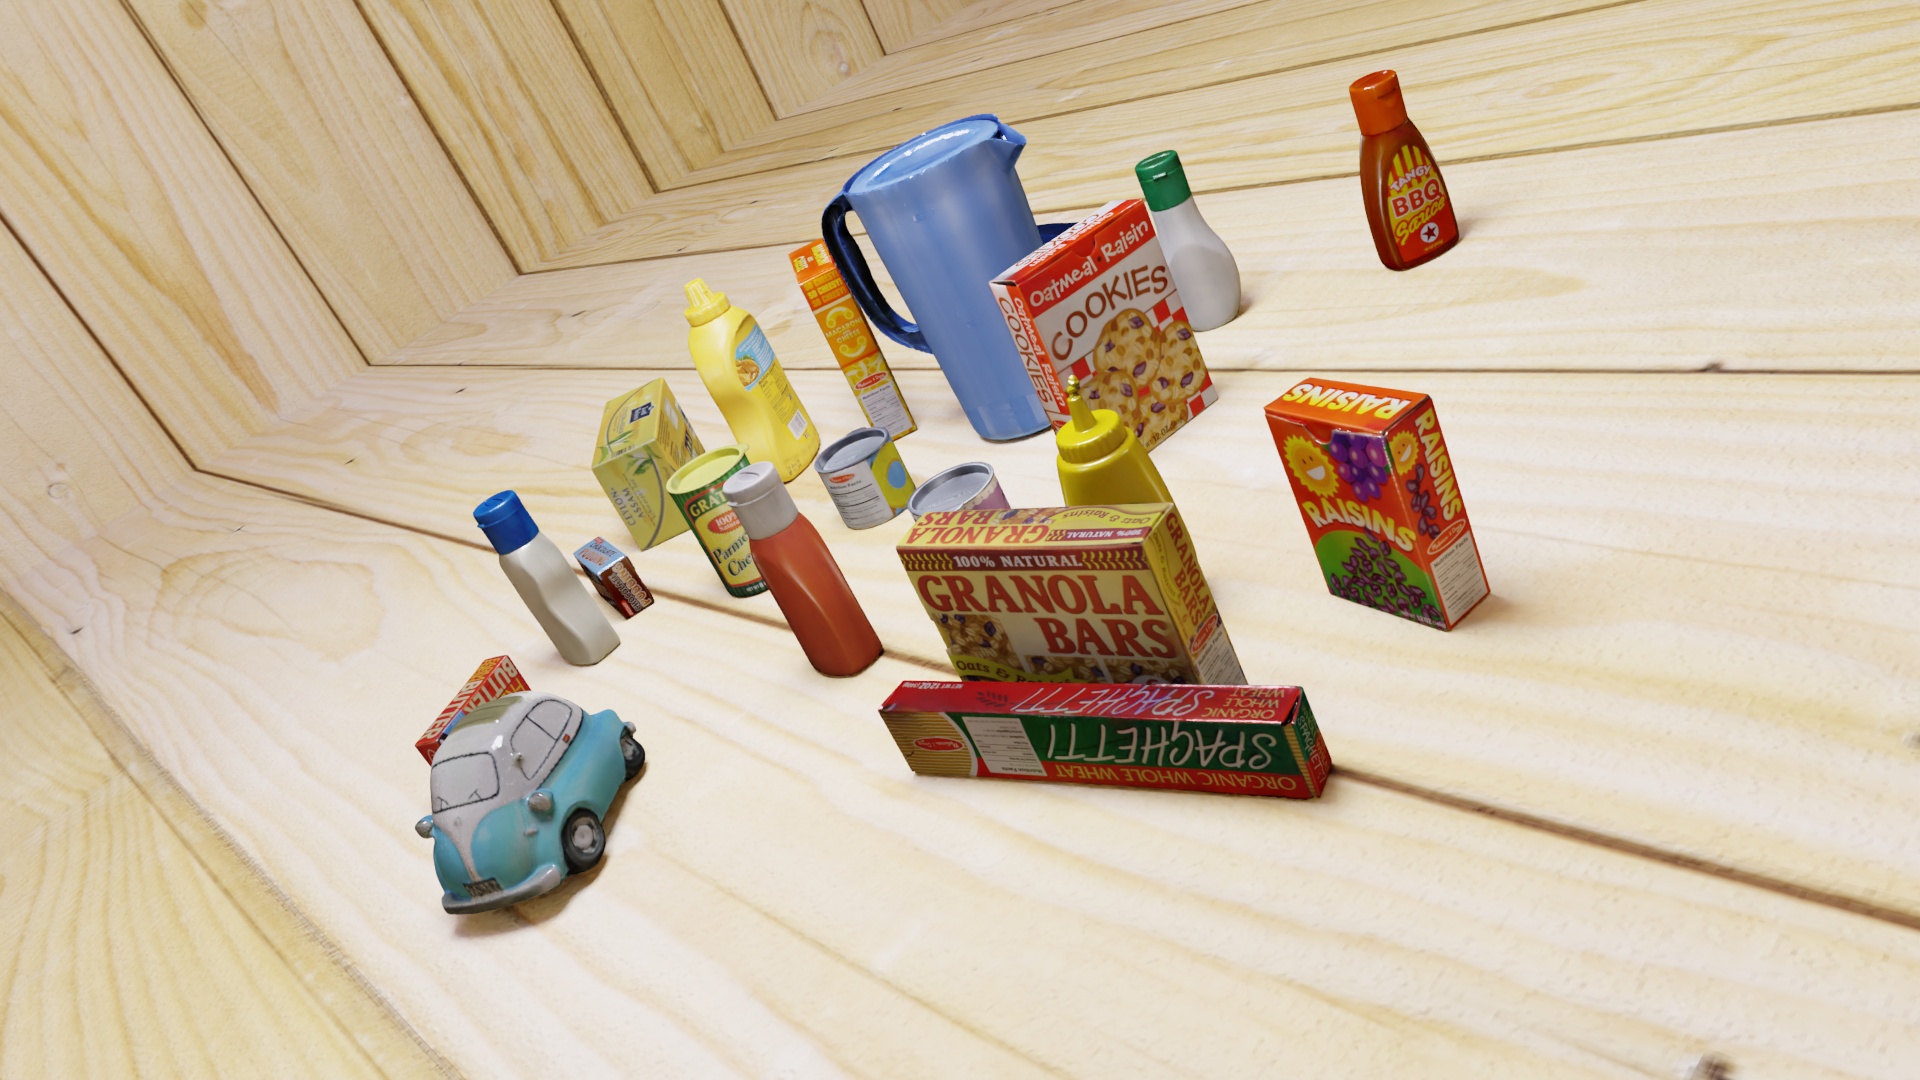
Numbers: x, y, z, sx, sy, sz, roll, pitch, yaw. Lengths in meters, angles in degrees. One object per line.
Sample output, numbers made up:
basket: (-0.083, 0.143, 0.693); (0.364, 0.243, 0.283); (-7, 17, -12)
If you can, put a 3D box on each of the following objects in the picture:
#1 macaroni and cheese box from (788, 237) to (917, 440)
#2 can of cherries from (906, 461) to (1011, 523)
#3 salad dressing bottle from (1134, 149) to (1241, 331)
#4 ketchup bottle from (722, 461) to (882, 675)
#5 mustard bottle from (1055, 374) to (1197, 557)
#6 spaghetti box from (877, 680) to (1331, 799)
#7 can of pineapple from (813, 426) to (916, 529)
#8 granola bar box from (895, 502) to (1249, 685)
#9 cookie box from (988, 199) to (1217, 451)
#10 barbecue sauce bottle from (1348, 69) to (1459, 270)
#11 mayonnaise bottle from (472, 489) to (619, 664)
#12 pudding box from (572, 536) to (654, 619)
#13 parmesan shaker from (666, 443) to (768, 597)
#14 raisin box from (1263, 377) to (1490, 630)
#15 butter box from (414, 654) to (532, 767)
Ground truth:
macaroni and cheese box: (-0.098, -0.182, 1.258); (0.040, 0.166, 0.124); (-26, 26, 1)
can of cherries: (0.003, -0.012, 0.974); (0.071, 0.058, 0.072); (-21, 26, 11)
salad dressing bottle: (0.186, -0.246, 1.143); (0.064, 0.147, 0.044); (-18, 27, 16)
ketchup bottle: (-0.106, 0.019, 0.912); (0.044, 0.148, 0.065); (-41, 29, -27)
mustard bottle: (0.089, -0.023, 0.801); (0.065, 0.159, 0.049); (-20, 26, 13)
spaghetti box: (0.067, 0.100, 0.718); (0.250, 0.050, 0.029); (-4, 33, 38)
can of pineapple: (-0.075, -0.051, 1.119); (0.071, 0.057, 0.071); (-21, 26, 11)
granola bar box: (0.057, 0.042, 0.750); (0.165, 0.123, 0.039); (-2, 35, 41)
cookie box: (0.107, -0.143, 0.999); (0.123, 0.167, 0.040); (-37, 28, -21)
barbecue sauce bottle: (0.340, -0.290, 1.083); (0.065, 0.148, 0.044); (-28, 26, -5)
mayonnaise bottle: (-0.327, 0.030, 1.093); (0.064, 0.147, 0.041); (4, 39, 47)
pudding box: (-0.294, 0.030, 1.174); (0.030, 0.049, 0.084); (-35, 27, -18)
parmesan shaker: (-0.174, -0.016, 1.090); (0.071, 0.102, 0.071); (-21, 26, 11)
raisin box: (0.216, -0.020, 0.723); (0.040, 0.123, 0.086); (-35, 27, -18)
butter box: (-0.356, 0.136, 1.029); (0.024, 0.053, 0.104); (-14, 28, 23)
